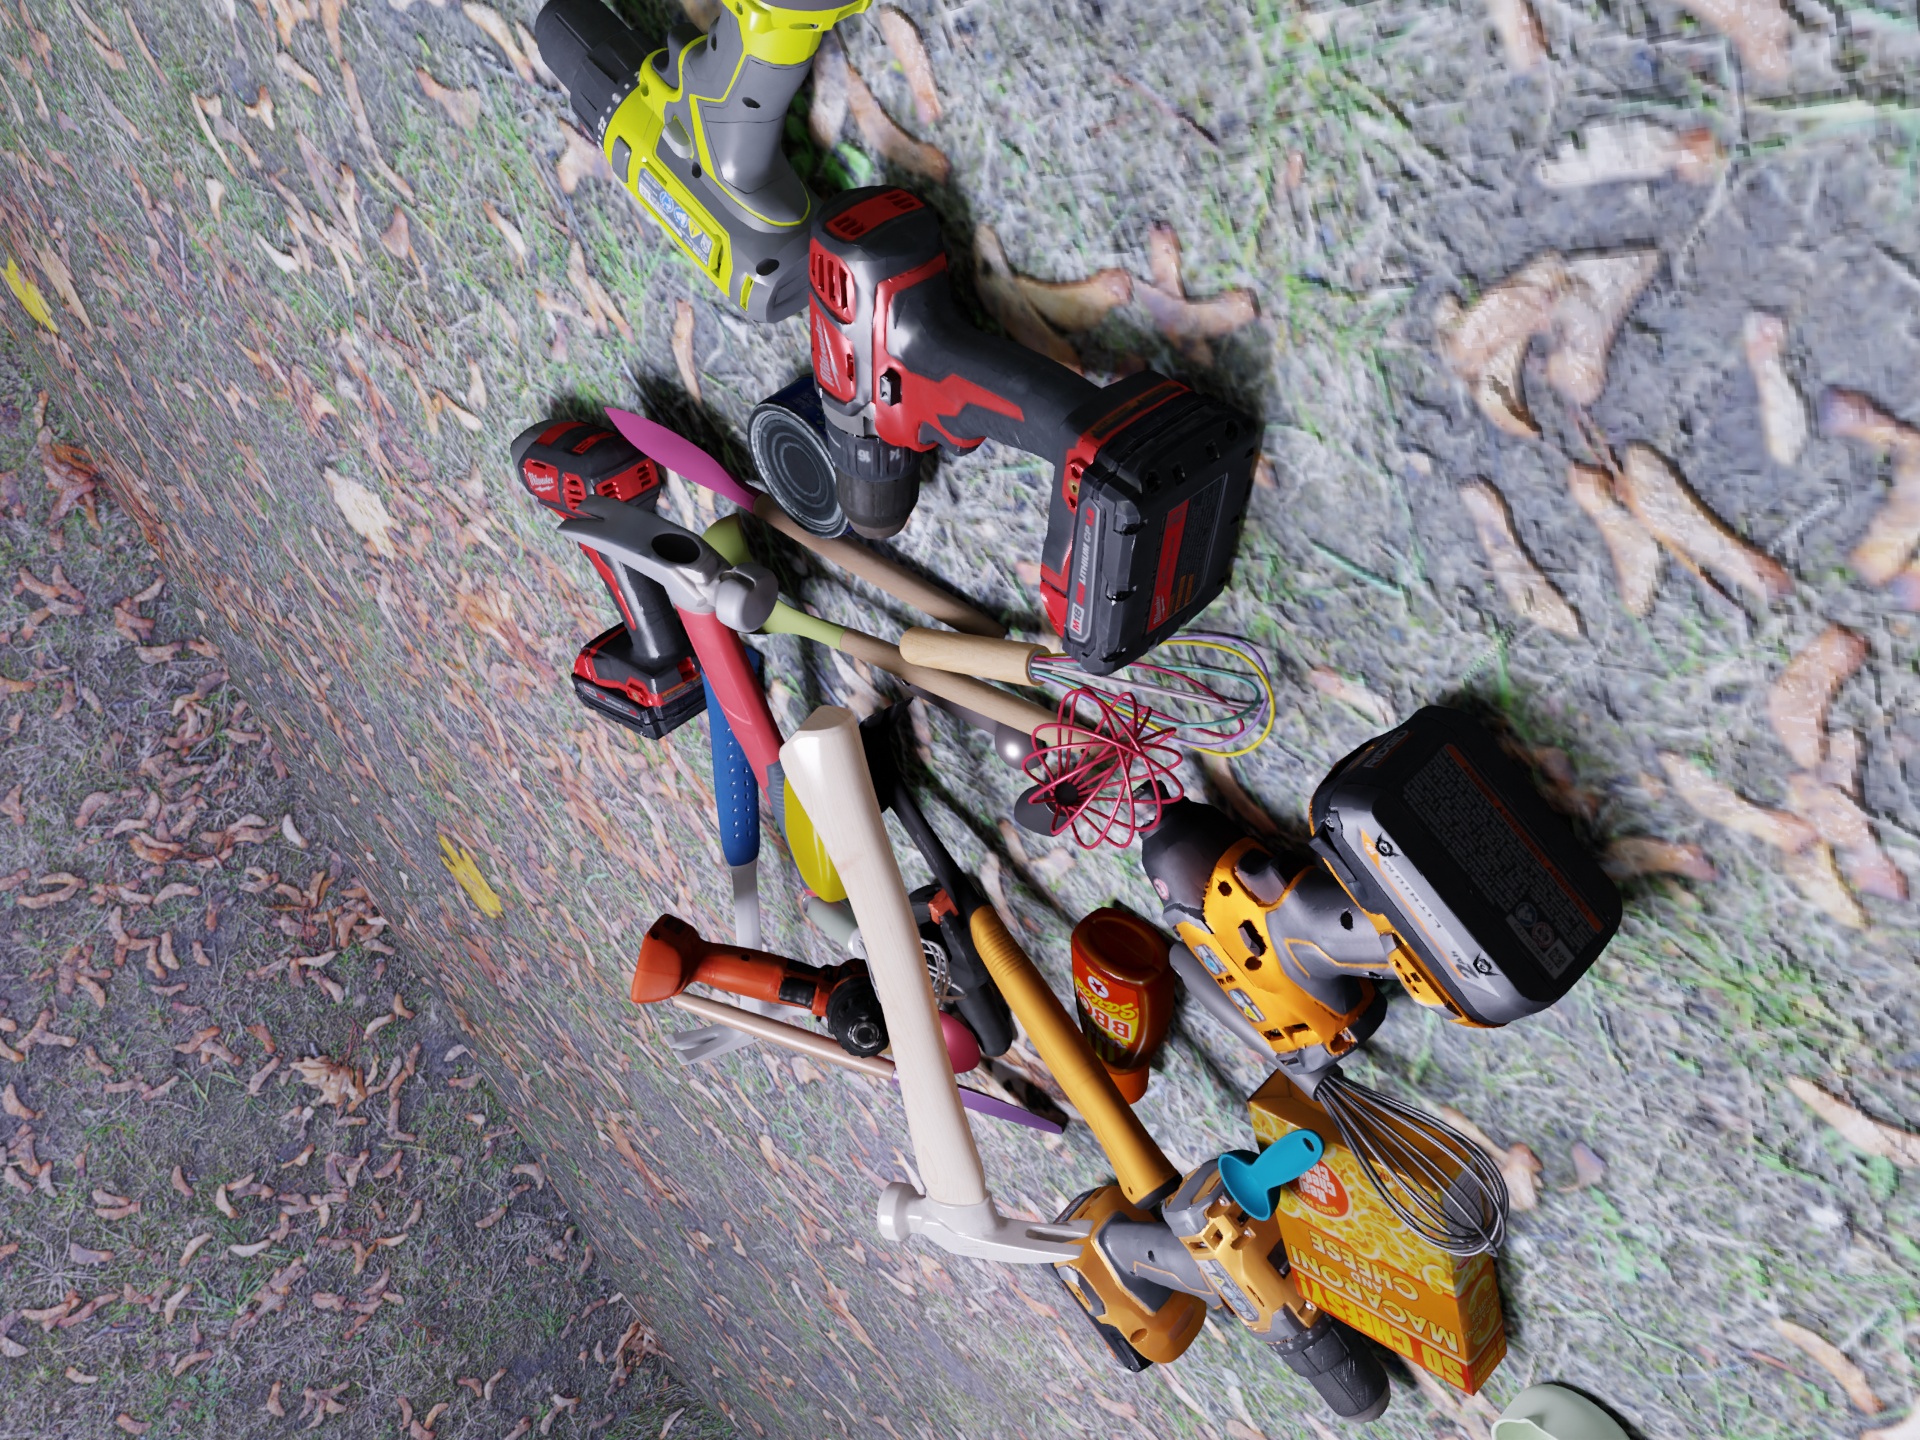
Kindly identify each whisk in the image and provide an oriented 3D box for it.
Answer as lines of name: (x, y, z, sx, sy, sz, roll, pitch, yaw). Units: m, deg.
whisk: (0.054, -0.021, 0.794, 0.245, 0.051, 0.047, 12, 139, 46)
whisk: (0.187, 0.187, 0.823, 0.239, 0.055, 0.055, 41, 151, 42)
whisk: (-0.063, 0.157, 1.112, 0.246, 0.059, 0.058, 20, 96, 64)
whisk: (0.056, 0.035, 0.792, 0.073, 0.073, 0.296, 50, 171, 4)

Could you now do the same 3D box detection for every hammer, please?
hammer: (-0.023, 0.175, 0.975, 0.146, 0.038, 0.410, 0, 121, 24)
hammer: (-0.144, 0.005, 1.046, 0.143, 0.038, 0.385, 26, 154, 24)
hammer: (0.029, 0.142, 0.968, 0.337, 0.034, 0.127, 55, 156, 18)
hammer: (-0.171, 0.115, 1.220, 0.035, 0.144, 0.405, 44, 145, 37)

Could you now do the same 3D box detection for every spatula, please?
spatula: (-0.073, 0.258, 1.203, 0.316, 0.018, 0.059, 16, 158, 13)

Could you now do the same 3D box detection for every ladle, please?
ladle: (-0.056, 0.255, 1.263, 0.069, 0.031, 0.315, 45, 159, -6)
ladle: (-0.038, -0.046, 0.929, 0.320, 0.062, 0.078, 24, 143, 30)

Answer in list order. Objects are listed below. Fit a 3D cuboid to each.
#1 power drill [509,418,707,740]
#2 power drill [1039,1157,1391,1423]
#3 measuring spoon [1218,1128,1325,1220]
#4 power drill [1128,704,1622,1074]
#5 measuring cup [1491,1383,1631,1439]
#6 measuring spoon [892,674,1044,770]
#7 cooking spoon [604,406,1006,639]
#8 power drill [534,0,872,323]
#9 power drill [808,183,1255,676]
power drill: (-0.247, -0.106, 1.117, 0.143, 0.078, 0.219, 22, 137, 42)
power drill: (0.169, 0.387, 1.066, 0.185, 0.084, 0.226, 51, 147, -1)
measuring spoon: (0.175, 0.237, 0.858, 0.042, 0.021, 0.128, 54, 154, 18)
power drill: (0.165, 0.073, 0.719, 0.164, 0.084, 0.226, 51, 155, 2)
measuring cup: (0.363, 0.401, 0.842, 0.168, 0.038, 0.083, -5, 119, 54)
measuring spoon: (-0.001, -0.003, 0.933, 0.124, 0.018, 0.034, 30, 141, 35)
cooking spoon: (-0.099, -0.117, 0.933, 0.319, 0.017, 0.068, 31, 172, 28)
power drill: (-0.116, -0.309, 0.701, 0.190, 0.080, 0.228, 48, 154, 7)
power drill: (0.014, -0.117, 0.729, 0.227, 0.080, 0.187, 40, 149, 27)
